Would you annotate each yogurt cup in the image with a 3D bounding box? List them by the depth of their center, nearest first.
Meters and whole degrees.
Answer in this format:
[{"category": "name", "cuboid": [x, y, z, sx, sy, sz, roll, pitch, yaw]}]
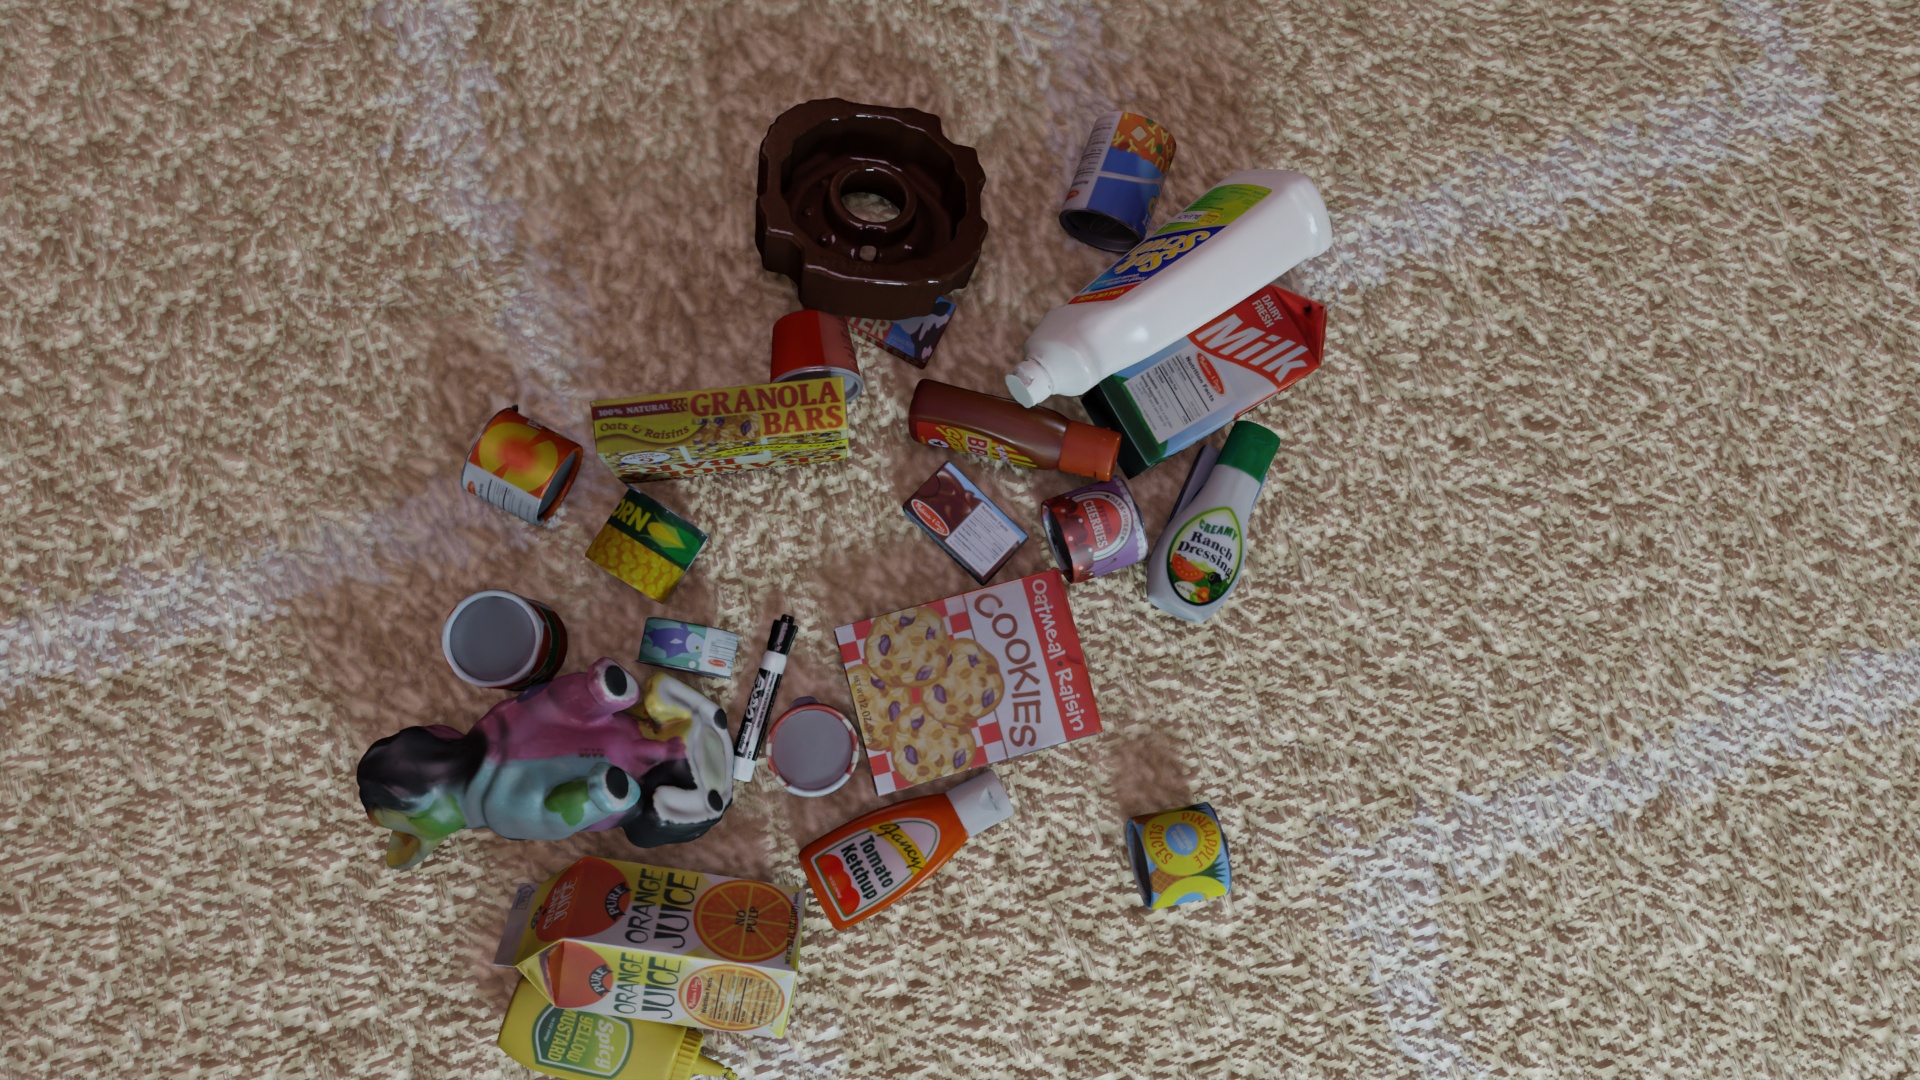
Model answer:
[{"category": "yogurt cup", "cuboid": [-0.107, -0.131, 1.004, 0.072, 0.072, 0.054, -5, 71, -6]}]

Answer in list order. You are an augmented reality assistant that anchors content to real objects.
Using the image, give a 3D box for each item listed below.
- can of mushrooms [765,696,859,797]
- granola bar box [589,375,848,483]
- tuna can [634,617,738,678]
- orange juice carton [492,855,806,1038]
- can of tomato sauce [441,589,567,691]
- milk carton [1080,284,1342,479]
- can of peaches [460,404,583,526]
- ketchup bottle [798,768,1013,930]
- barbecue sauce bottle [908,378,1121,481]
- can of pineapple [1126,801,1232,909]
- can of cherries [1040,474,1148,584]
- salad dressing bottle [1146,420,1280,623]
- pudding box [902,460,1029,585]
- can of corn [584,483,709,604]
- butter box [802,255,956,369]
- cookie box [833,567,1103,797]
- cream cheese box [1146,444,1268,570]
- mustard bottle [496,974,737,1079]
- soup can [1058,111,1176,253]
[{"category": "can of mushrooms", "cuboid": [-0.105, 0.146, 0.983, 0.071, 0.033, 0.071, 1, 83, -5]}, {"category": "granola bar box", "cuboid": [-0.161, -0.074, 0.961, 0.166, 0.124, 0.039, -7, 84, -6]}, {"category": "tuna can", "cuboid": [-0.192, 0.075, 0.969, 0.071, 0.071, 0.033, 11, 81, -4]}, {"category": "orange juice carton", "cuboid": [-0.204, 0.267, 0.920, 0.193, 0.072, 0.072, 10, 123, -7]}, {"category": "can of tomato sauce", "cuboid": [-0.310, 0.071, 0.949, 0.071, 0.083, 0.071, 1, 82, -5]}, {"category": "milk carton", "cuboid": [0.193, -0.125, 1.028, 0.191, 0.072, 0.073, -30, 87, -8]}, {"category": "can of peaches", "cuboid": [-0.305, -0.053, 0.975, 0.058, 0.071, 0.071, 28, 81, -1]}, {"category": "ketchup bottle", "cuboid": [-0.035, 0.211, 0.976, 0.149, 0.043, 0.065, -27, 86, -9]}, {"category": "barbecue sauce bottle", "cuboid": [0.039, -0.077, 0.997, 0.148, 0.064, 0.044, 14, 77, 9]}, {"category": "can of pineapple", "cuboid": [0.153, 0.222, 0.979, 0.058, 0.071, 0.071, -10, 84, -6]}, {"category": "can of cherries", "cuboid": [0.096, -0.008, 1.003, 0.058, 0.071, 0.071, -19, 85, -7]}, {"category": "salad dressing bottle", "cuboid": [0.184, -0.015, 1.000, 0.064, 0.044, 0.148, 27, 81, -5]}, {"category": "pudding box", "cuboid": [0.004, -0.013, 1.016, 0.084, 0.030, 0.050, 43, 82, 1]}, {"category": "can of corn", "cuboid": [-0.222, 0.003, 0.973, 0.071, 0.071, 0.058, 32, 82, -1]}, {"category": "butter box", "cuboid": [-0.061, -0.174, 1.034, 0.103, 0.024, 0.053, 27, 80, -2]}, {"category": "cookie box", "cuboid": [0.005, 0.101, 0.996, 0.168, 0.040, 0.123, -15, 84, -7]}, {"category": "cream cheese box", "cuboid": [0.184, -0.014, 1.036, 0.053, 0.024, 0.104, 26, 81, -1]}, {"category": "mustard bottle", "cuboid": [-0.227, 0.338, 0.938, 0.160, 0.049, 0.065, 17, 84, -3]}, {"category": "soup can", "cuboid": [0.121, -0.267, 1.043, 0.071, 0.071, 0.084, 21, 81, -2]}]
